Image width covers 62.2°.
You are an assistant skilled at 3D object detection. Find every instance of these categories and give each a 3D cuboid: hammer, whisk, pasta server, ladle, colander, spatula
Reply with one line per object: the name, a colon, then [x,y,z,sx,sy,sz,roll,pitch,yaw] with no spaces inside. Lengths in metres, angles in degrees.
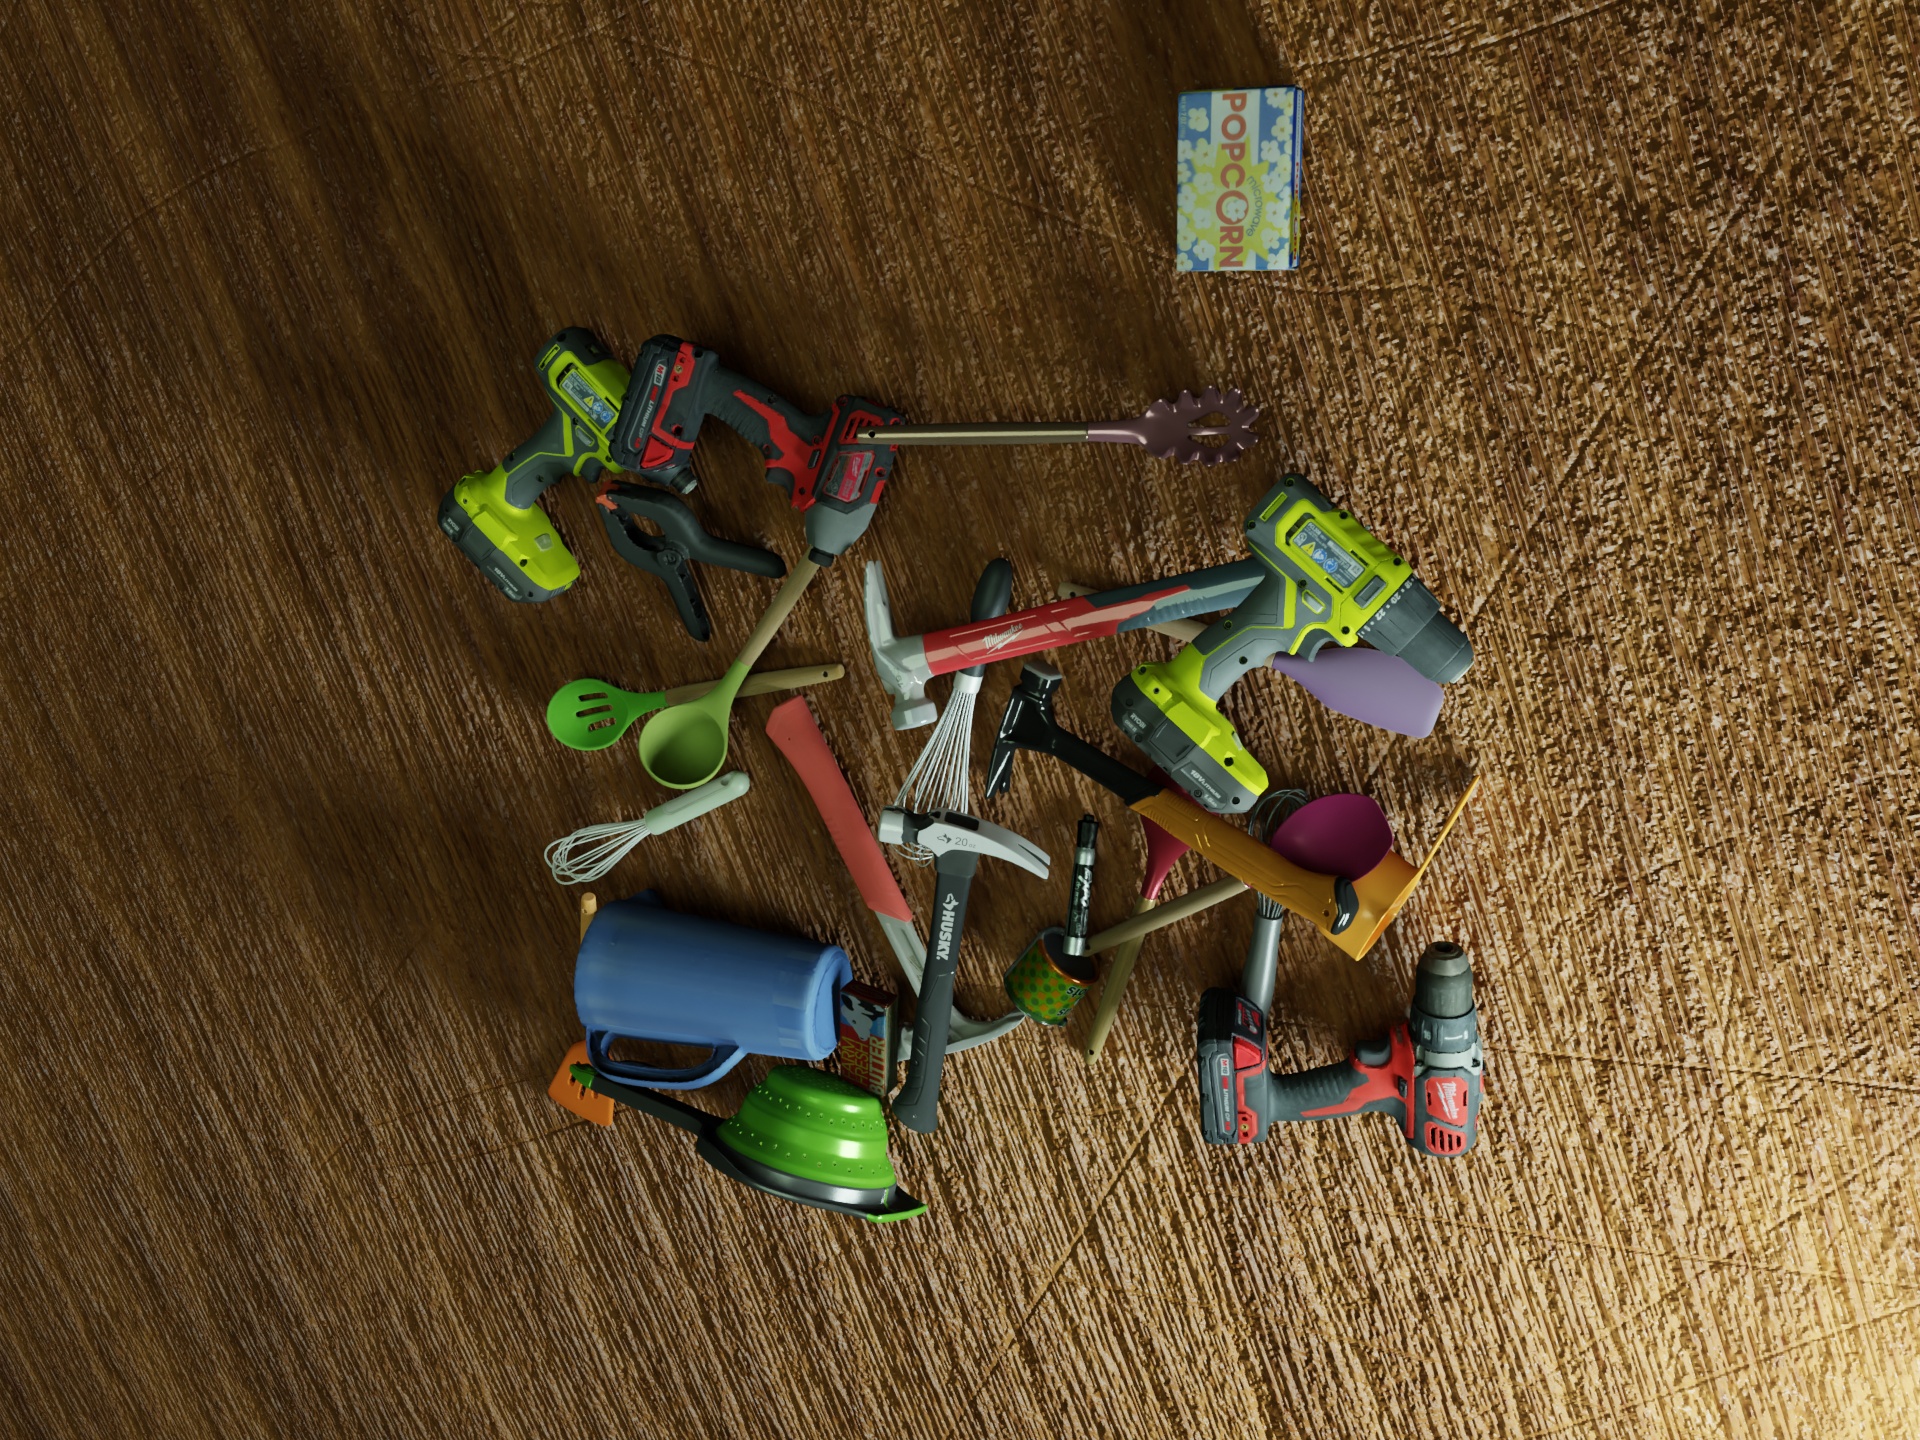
hammer: [-0.072,0.140,1.449,0.149,0.037,0.359,-22,98,27]
whisk: [-0.302,0.100,1.528,0.246,0.058,0.059,-25,131,23]
whisk: [0.254,0.162,1.315,0.055,0.055,0.238,12,115,19]
pasta server: [0.072,-0.225,1.237,0.316,0.040,0.060,1,93,11]
ladle: [-0.180,-0.070,1.396,0.078,0.062,0.320,38,109,4]
colander: [-0.208,0.363,1.525,0.397,0.204,0.094,14,86,26]
spatula: [-0.376,0.289,1.596,0.081,0.041,0.322,24,133,14]
whisk: [-0.002,-0.004,1.361,0.070,0.070,0.284,21,109,15]
spatula: [0.226,-0.059,1.267,0.316,0.018,0.059,19,112,15]
hammer: [0.165,0.080,1.279,0.337,0.034,0.127,31,116,29]
hammer: [-0.014,0.230,1.405,0.146,0.035,0.334,10,117,3]
ladle: [0.154,0.171,1.371,0.069,0.031,0.315,23,116,17]
hammer: [0.109,-0.100,1.267,0.386,0.038,0.143,-12,93,18]

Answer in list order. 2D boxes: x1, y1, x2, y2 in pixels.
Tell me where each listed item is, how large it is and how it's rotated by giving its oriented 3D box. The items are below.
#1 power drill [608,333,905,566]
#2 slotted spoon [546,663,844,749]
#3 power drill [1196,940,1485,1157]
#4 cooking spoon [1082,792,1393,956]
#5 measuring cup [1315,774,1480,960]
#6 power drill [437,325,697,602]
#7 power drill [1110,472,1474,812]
power drill: [-0.169,-0.224,1.318,0.219,0.078,0.143,20,101,0]
slotted spoon: [-0.247,-0.023,1.474,0.314,0.031,0.070,-9,104,23]
power drill: [0.308,0.264,1.289,0.227,0.080,0.187,-1,114,12]
cooking spoon: [0.212,0.136,1.289,0.319,0.017,0.069,-31,80,38]
measuring cup: [0.340,0.104,1.250,0.052,0.095,0.173,34,97,21]
power drill: [-0.351,-0.215,1.426,0.171,0.080,0.223,47,116,-3]
power drill: [0.242,-0.041,1.176,0.190,0.080,0.228,43,105,7]
